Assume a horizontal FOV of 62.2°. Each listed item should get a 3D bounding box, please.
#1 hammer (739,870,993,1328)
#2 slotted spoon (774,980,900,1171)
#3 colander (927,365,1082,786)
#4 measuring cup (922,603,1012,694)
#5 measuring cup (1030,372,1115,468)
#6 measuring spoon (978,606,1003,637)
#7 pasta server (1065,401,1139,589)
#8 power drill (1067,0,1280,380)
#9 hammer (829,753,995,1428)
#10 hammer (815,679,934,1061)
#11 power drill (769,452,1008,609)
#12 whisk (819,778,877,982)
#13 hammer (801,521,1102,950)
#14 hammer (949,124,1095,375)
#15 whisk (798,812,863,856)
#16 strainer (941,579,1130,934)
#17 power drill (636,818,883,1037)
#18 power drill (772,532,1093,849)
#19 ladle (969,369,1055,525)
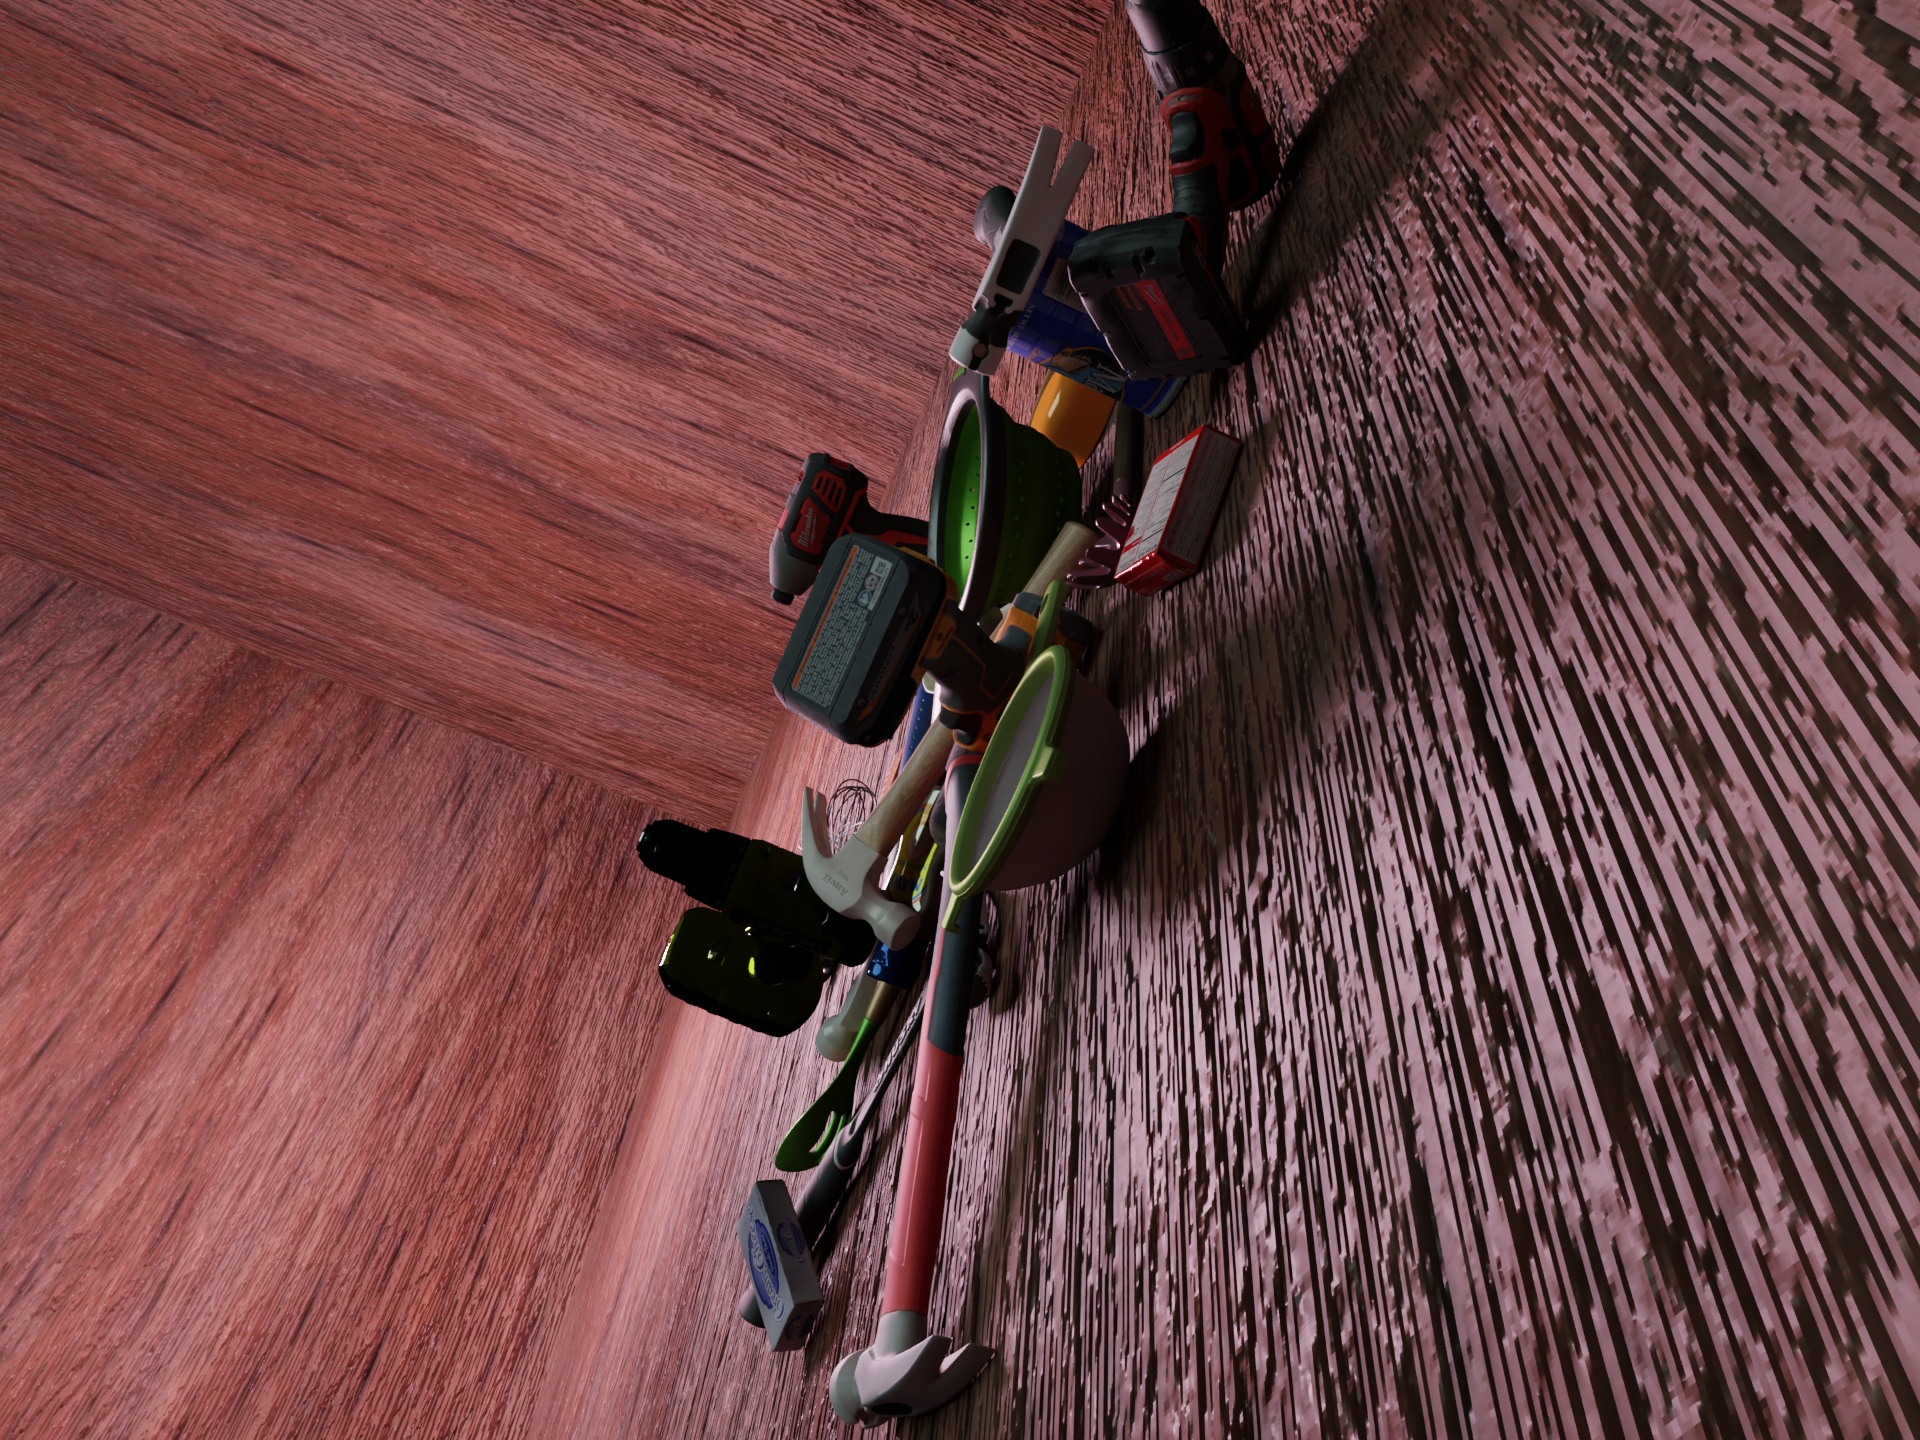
[{"bbox_3d":[-0.072,0.281,1.116,0.149,0.036,0.408,-85,20,-63],"label":"hammer"},{"bbox_3d":[-0.056,0.204,1.203,0.314,0.031,0.070,-65,-28,-3],"label":"slotted spoon"},{"bbox_3d":[0.031,-0.083,1.269,0.204,0.094,0.397,-159,73,-77],"label":"colander"},{"bbox_3d":[0.030,-0.069,1.372,0.167,0.038,0.083,-31,42,45],"label":"measuring cup"},{"bbox_3d":[0.103,-0.301,1.407,0.095,0.052,0.174,125,162,-52],"label":"measuring cup"},{"bbox_3d":[0.016,-0.040,1.322,0.034,0.018,0.124,-18,60,46],"label":"measuring spoon"},{"bbox_3d":[0.112,-0.185,1.154,0.316,0.040,0.060,-79,12,-53],"label":"pasta server"},{"bbox_3d":[0.138,-0.355,1.022,0.080,0.187,0.227,-1,59,32],"label":"power drill"},{"bbox_3d":[-0.005,0.176,0.882,0.143,0.038,0.387,127,157,-51],"label":"hammer"},{"bbox_3d":[-0.052,0.100,1.406,0.406,0.035,0.144,-78,14,-47],"label":"hammer"},{"bbox_3d":[-0.065,-0.141,1.463,0.079,0.219,0.143,-101,35,-73],"label":"power drill"},{"bbox_3d":[-0.125,0.161,1.624,0.055,0.055,0.239,125,160,-50],"label":"whisk"},{"bbox_3d":[-0.002,-0.004,1.158,0.331,0.130,0.031,-56,-28,-3],"label":"hammer"},{"bbox_3d":[0.034,-0.341,1.098,0.335,0.035,0.146,-92,26,-67],"label":"hammer"},{"bbox_3d":[-0.111,0.124,1.402,0.284,0.070,0.070,-143,75,-84],"label":"whisk"},{"bbox_3d":[0.062,0.006,0.925,0.257,0.069,0.151,-74,10,-49],"label":"strainer"},{"bbox_3d":[-0.172,0.162,1.263,0.228,0.190,0.080,119,172,-57],"label":"power drill"},{"bbox_3d":[-0.017,-0.011,1.028,0.084,0.226,0.185,28,96,37],"label":"power drill"},{"bbox_3d":[0.058,-0.280,1.605,0.078,0.062,0.320,81,-158,-50],"label":"ladle"}]
